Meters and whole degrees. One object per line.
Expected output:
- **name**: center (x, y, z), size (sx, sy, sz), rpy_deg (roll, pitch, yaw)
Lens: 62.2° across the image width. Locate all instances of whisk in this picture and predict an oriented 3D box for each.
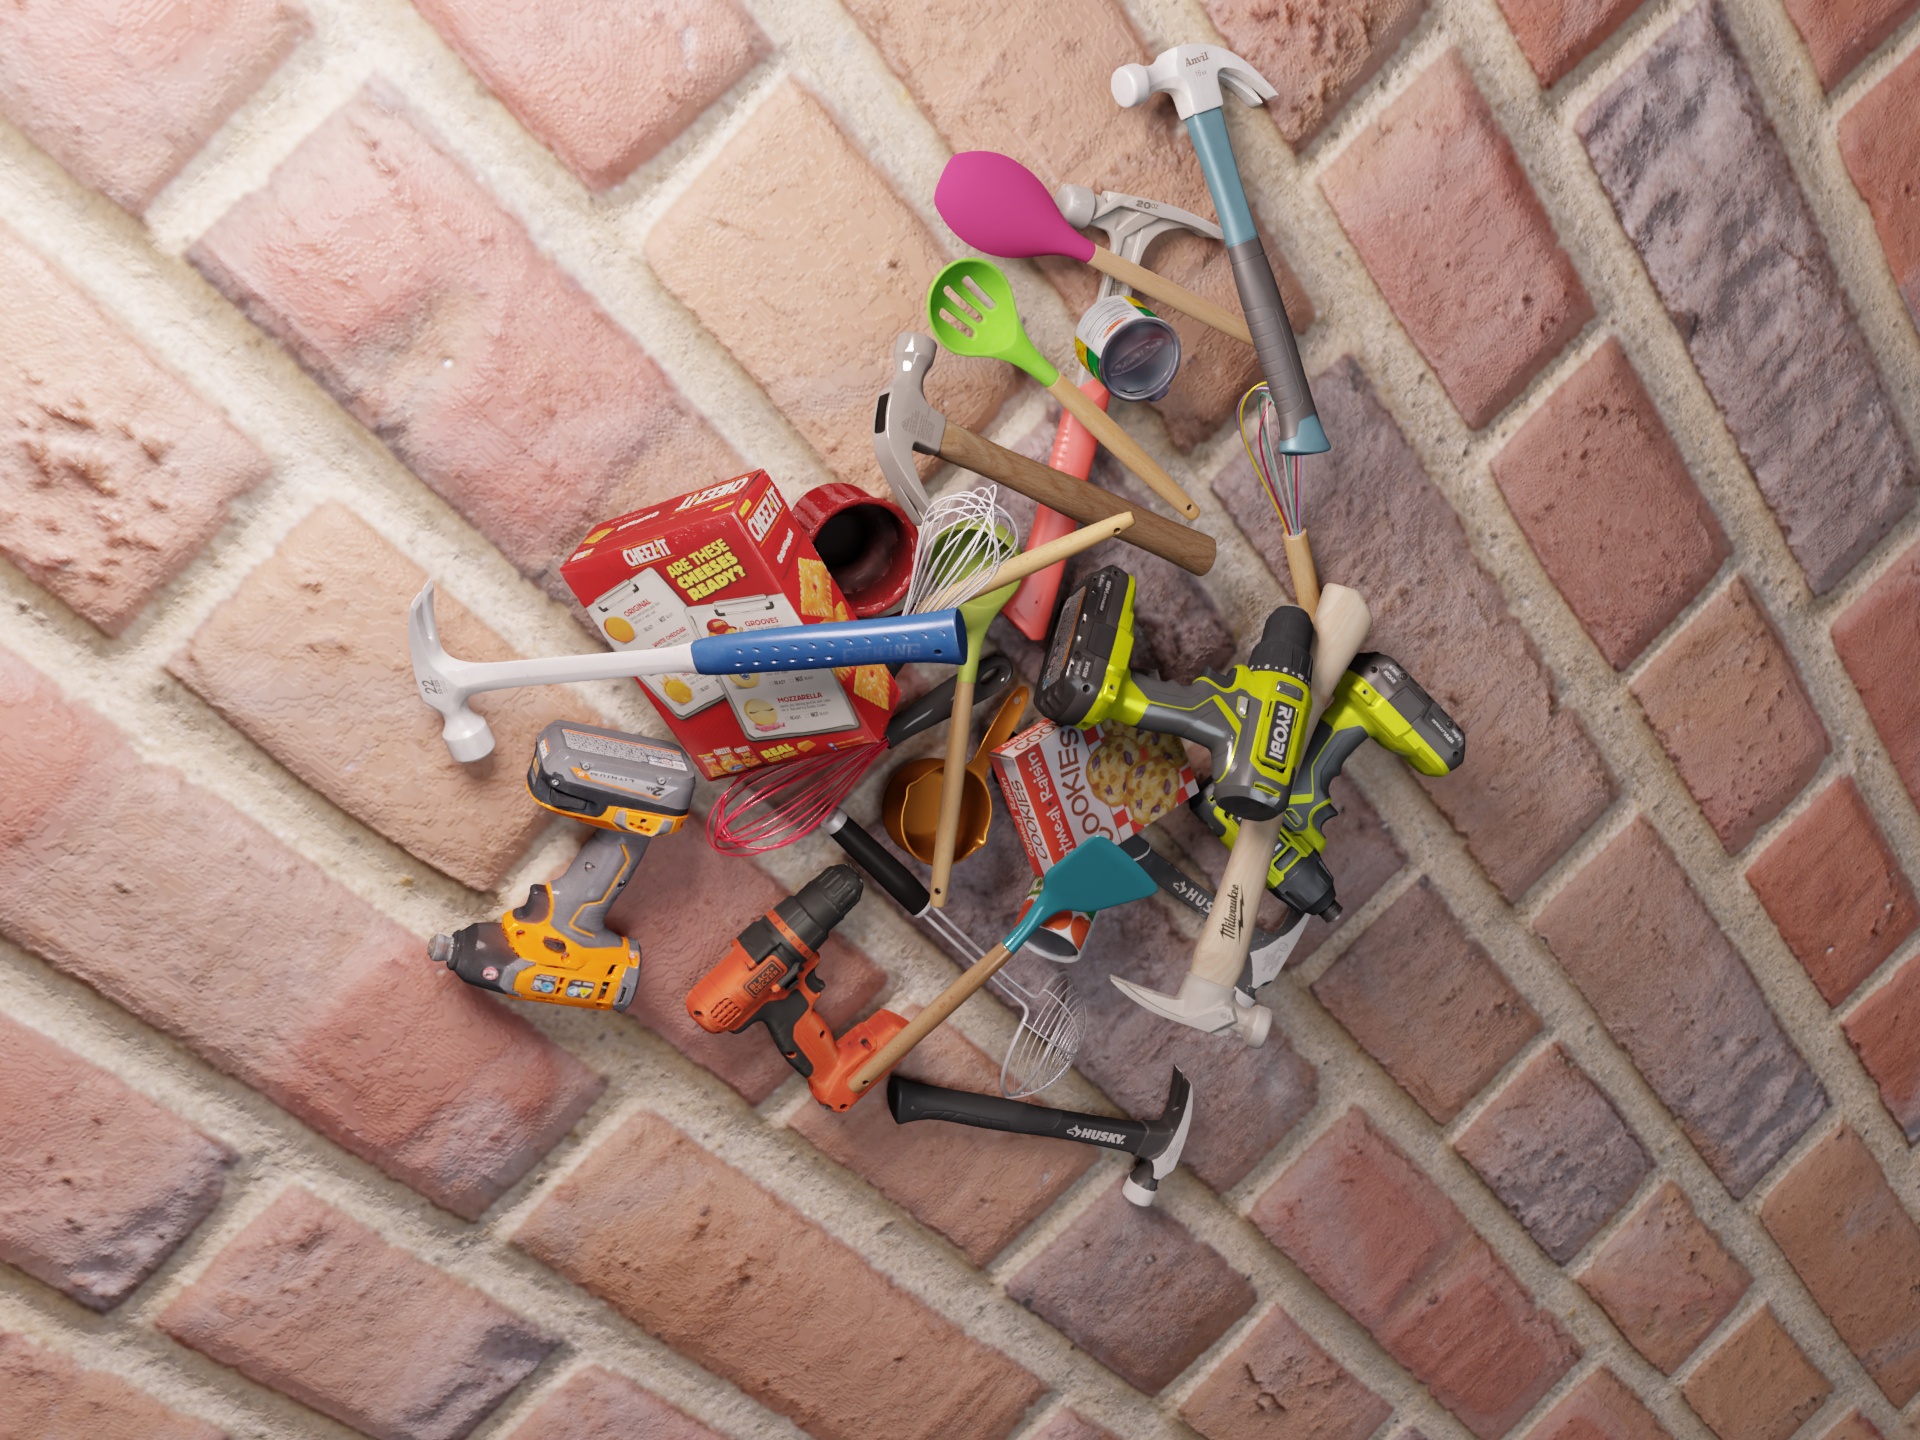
- **whisk**: center (-0.031, -0.079, 1.189), size (0.070, 0.070, 0.284), rpy_deg (3, 149, -24)
- **whisk**: center (-0.079, 0.024, 1.310), size (0.296, 0.073, 0.073), rpy_deg (-31, 119, -16)
- **whisk**: center (0.291, -0.183, 1.387), size (0.047, 0.051, 0.244), rpy_deg (-30, 122, -15)

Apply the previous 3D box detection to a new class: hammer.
- **hammer**: center (0.263, 0.074, 1.407), size (0.146, 0.038, 0.410), rpy_deg (19, 90, 3)
- **hammer**: center (0.074, -0.179, 1.245), size (0.331, 0.031, 0.130), rpy_deg (19, 78, -32)
- **hammer**: center (0.106, -0.238, 1.290), size (0.149, 0.037, 0.359), rpy_deg (6, 107, -25)
- **hammer**: center (0.079, 0.381, 1.531), size (0.334, 0.035, 0.146), rpy_deg (17, 104, -27)
- **hammer**: center (0.224, -0.361, 1.246), size (0.128, 0.033, 0.331), rpy_deg (-27, 106, -23)
- **hammer**: center (0.178, 0.128, 1.469), size (0.408, 0.036, 0.149), rpy_deg (37, 92, -30)
- **hammer**: center (-0.198, -0.047, 1.120), size (0.405, 0.035, 0.144), rpy_deg (-4, 126, 12)

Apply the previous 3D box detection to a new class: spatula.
- **spatula**: center (0.023, 0.214, 1.344), size (0.317, 0.044, 0.082), rpy_deg (-43, 117, 7)

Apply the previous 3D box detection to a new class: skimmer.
- **skimmer**: center (-0.010, 0.201, 1.404), size (0.363, 0.090, 0.127), rpy_deg (46, 63, -23)

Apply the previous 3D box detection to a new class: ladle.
- **ladle**: center (-0.002, -0.004, 1.288), size (0.078, 0.062, 0.320), rpy_deg (8, 94, 14)
- **ladle**: center (-0.010, -0.095, 1.241), size (0.315, 0.031, 0.069), rpy_deg (-23, 139, 14)

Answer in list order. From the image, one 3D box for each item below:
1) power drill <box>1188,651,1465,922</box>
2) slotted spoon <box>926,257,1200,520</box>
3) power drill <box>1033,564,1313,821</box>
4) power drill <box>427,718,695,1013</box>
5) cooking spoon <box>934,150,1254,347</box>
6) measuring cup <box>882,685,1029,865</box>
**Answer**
- **power drill**: center (0.345, 0.061, 1.459), size (0.223, 0.080, 0.171), rpy_deg (-44, 90, -2)
- **slotted spoon**: center (0.087, -0.249, 1.242), size (0.313, 0.031, 0.070), rpy_deg (36, 94, -31)
- **power drill**: center (0.192, -0.040, 1.335), size (0.228, 0.080, 0.191), rpy_deg (22, 68, -13)
- **power drill**: center (-0.310, 0.119, 1.237), size (0.164, 0.084, 0.226), rpy_deg (13, 109, -26)
- **cooking spoon**: center (0.121, -0.348, 1.221), size (0.318, 0.017, 0.068), rpy_deg (18, 105, -28)
- **measuring cup**: center (-0.001, 0.040, 1.354), size (0.095, 0.052, 0.174), rpy_deg (38, 78, -30)
